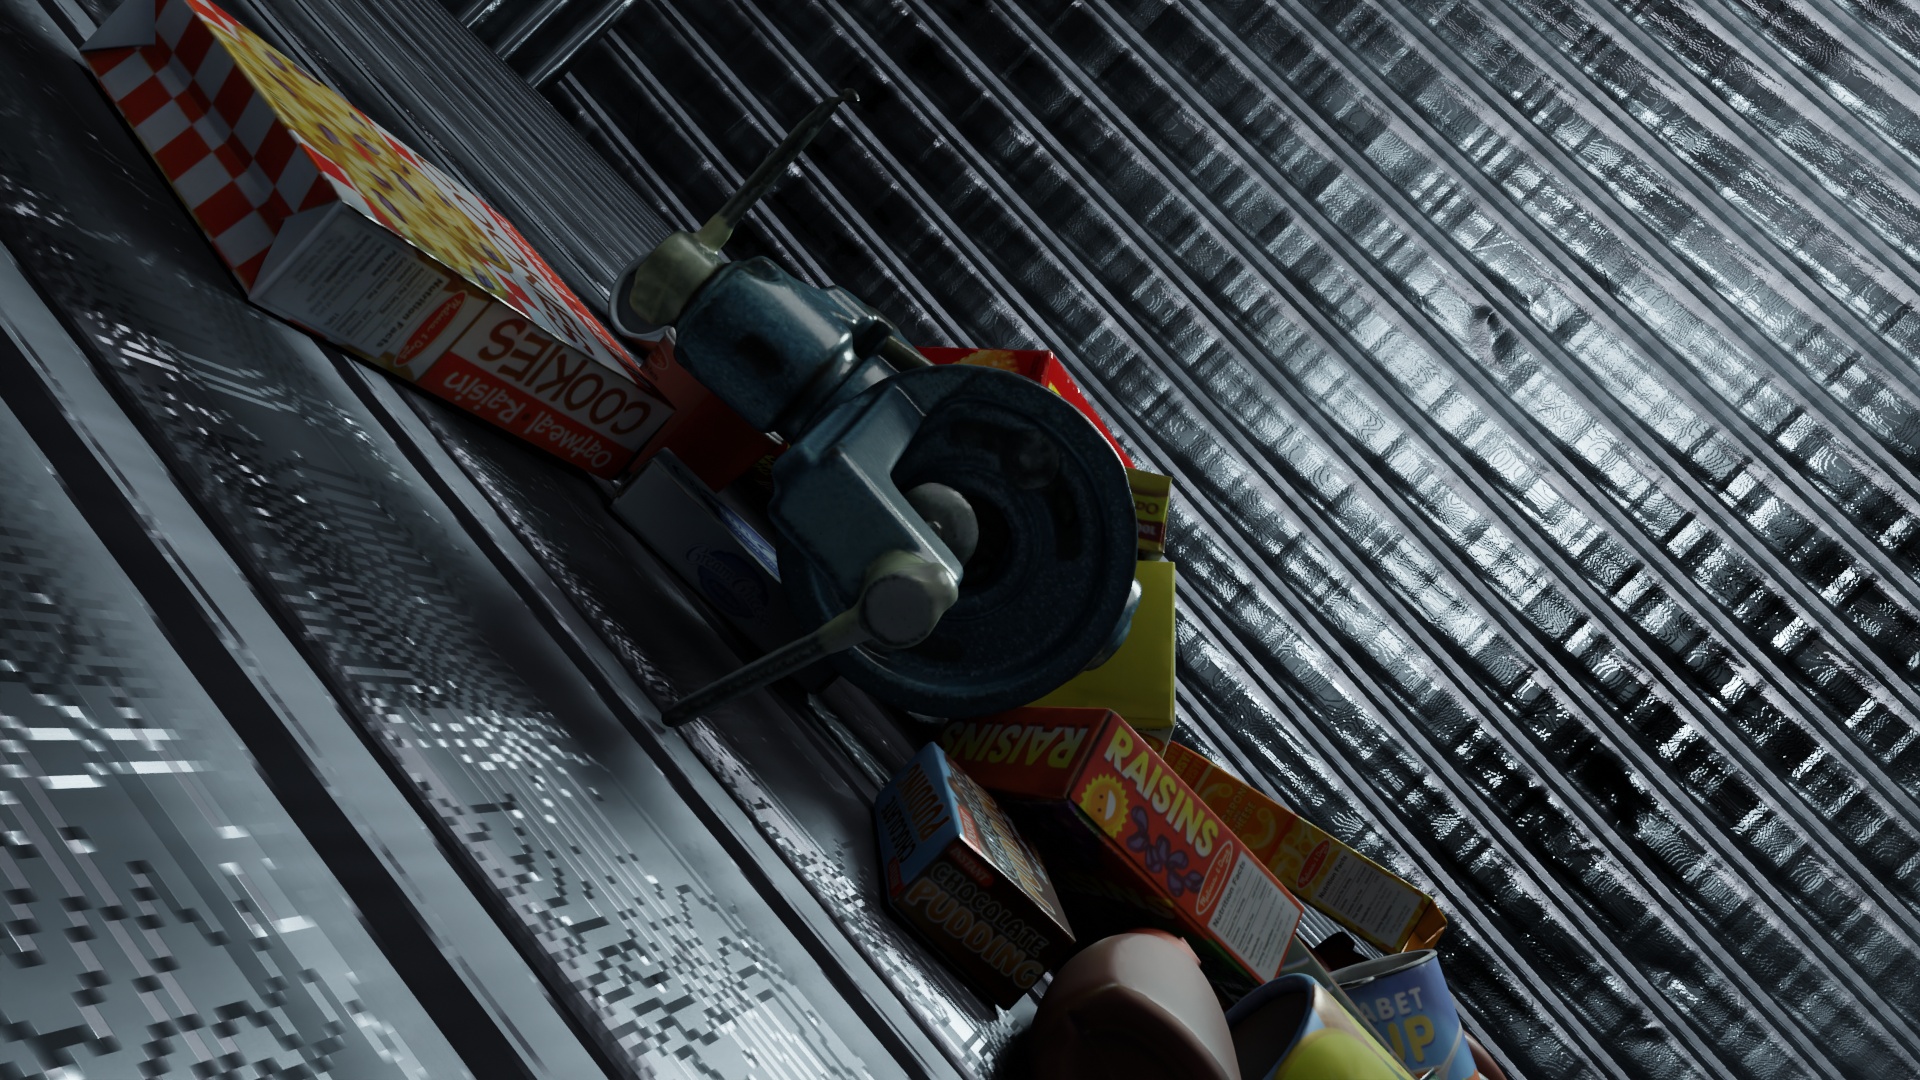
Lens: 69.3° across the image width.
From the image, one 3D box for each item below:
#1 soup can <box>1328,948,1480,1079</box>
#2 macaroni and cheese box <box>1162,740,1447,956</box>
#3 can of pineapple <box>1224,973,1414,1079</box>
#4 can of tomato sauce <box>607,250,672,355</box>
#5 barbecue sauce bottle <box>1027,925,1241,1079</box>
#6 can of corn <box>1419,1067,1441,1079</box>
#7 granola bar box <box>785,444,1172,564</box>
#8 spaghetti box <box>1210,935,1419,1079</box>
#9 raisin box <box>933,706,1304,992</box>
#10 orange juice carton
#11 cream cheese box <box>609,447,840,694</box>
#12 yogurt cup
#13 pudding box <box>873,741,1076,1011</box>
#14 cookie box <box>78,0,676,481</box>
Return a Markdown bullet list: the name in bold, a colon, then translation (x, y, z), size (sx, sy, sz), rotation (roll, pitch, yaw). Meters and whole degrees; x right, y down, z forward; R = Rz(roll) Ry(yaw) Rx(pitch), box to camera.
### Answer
- **soup can**: translation (0.199, 0.238, 0.636), size (0.071, 0.071, 0.084), rotation (38, 34, -71)
- **macaroni and cheese box**: translation (0.197, 0.186, 0.815), size (0.167, 0.040, 0.123), rotation (30, -6, 29)
- **can of pineapple**: translation (0.106, 0.175, 0.426), size (0.058, 0.071, 0.071), rotation (45, 2, 2)
- **can of tomato sauce**: translation (-0.181, -0.144, 0.920), size (0.071, 0.071, 0.083), rotation (47, 3, 29)
- **barbecue sauce bottle**: translation (0.053, 0.142, 0.401), size (0.065, 0.043, 0.148), rotation (53, 3, 9)
- **can of corn**: translation (0.162, 0.232, 0.486), size (0.058, 0.071, 0.071), rotation (47, 3, 27)
- **granola bar box**: translation (0.002, -0.008, 0.643), size (0.166, 0.039, 0.123), rotation (13, -22, -2)
- **spaghetti box**: translation (0.134, 0.194, 0.578), size (0.250, 0.029, 0.050), rotation (50, -35, 5)
- **raisin box**: translation (0.053, 0.111, 0.505), size (0.123, 0.040, 0.086), rotation (47, -29, -25)
- **orange juice carton**: translation (0.059, 0.074, 0.660), size (0.072, 0.073, 0.192), rotation (2, -21, 4)
- **cream cheese box**: translation (-0.084, 0.010, 0.520), size (0.103, 0.024, 0.053), rotation (45, 1, -12)
- **yogurt cup**: translation (-0.116, -0.048, 0.588), size (0.072, 0.054, 0.072), rotation (45, 3, -2)
- **pudding box**: translation (0.001, 0.098, 0.420), size (0.049, 0.030, 0.084), rotation (44, 2, -11)
- **cookie box**: translation (-0.180, -0.093, 0.454), size (0.123, 0.040, 0.167), rotation (46, 4, 24)
